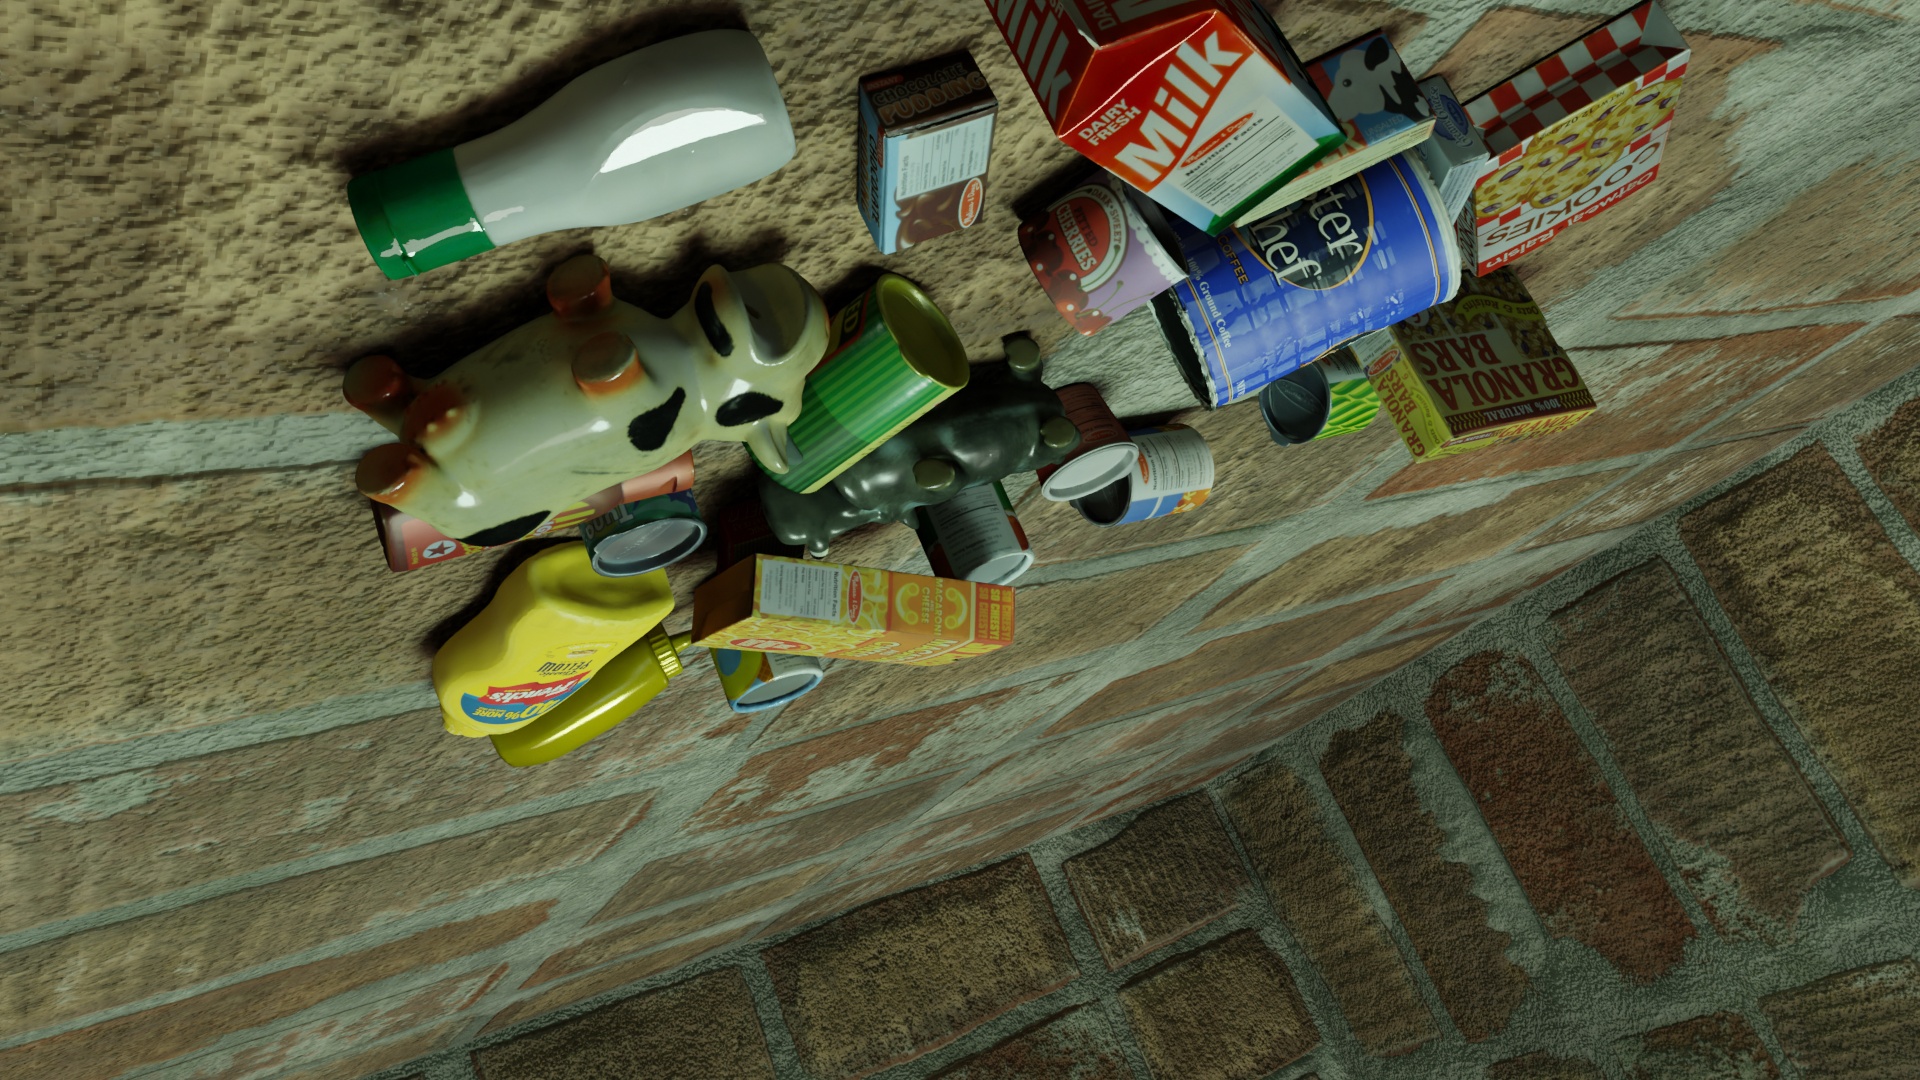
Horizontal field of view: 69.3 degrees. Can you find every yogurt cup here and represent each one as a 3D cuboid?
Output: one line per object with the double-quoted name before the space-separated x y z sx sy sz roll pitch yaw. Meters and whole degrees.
"yogurt cup" 0.074 -0.065 0.899 0.072 0.054 0.072 -22 161 -8

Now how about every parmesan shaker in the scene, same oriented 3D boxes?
"parmesan shaker" -0.056 -0.075 0.688 0.103 0.071 0.071 -33 159 26

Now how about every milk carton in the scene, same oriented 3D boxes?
"milk carton" 0.076 -0.189 0.539 0.073 0.072 0.191 -34 160 26

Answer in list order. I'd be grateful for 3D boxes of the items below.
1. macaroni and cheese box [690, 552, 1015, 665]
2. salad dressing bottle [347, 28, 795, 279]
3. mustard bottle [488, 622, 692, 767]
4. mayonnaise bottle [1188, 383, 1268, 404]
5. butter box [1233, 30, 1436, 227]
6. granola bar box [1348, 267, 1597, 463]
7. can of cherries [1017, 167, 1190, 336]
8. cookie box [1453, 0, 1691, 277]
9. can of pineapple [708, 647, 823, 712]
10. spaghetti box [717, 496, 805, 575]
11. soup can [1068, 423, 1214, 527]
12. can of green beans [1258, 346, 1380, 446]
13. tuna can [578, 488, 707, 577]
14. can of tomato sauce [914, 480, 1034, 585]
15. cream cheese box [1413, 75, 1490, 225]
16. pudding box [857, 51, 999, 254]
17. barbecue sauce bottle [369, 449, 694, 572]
"macaroni and cheese box" -0.068 0.047 0.857 0.167 0.040 0.123 8 165 -25
"salad dressing bottle" -0.134 -0.132 0.483 0.148 0.044 0.064 -21 163 -6
"mustard bottle" -0.239 0.094 0.936 0.160 0.065 0.048 -26 158 -11
"mayonnaise bottle" 0.191 -0.139 0.864 0.065 0.041 0.147 -19 160 -21
"butter box" 0.166 -0.195 0.661 0.103 0.053 0.024 -25 164 3
"granola bar box" 0.353 -0.125 0.967 0.166 0.124 0.039 -12 159 -33
"can of cherries" 0.068 -0.141 0.667 0.058 0.071 0.071 -30 160 21
"cookie box" 0.351 -0.228 0.818 0.123 0.040 0.167 -29 161 13
"can of pineapple" -0.133 0.077 0.930 0.071 0.058 0.070 -21 161 -7
"spaghetti box" -0.139 0.035 0.949 0.050 0.029 0.249 -17 160 -17
"soup can" 0.128 -0.047 0.998 0.084 0.071 0.071 -10 157 -36
"can of green beans" 0.258 -0.106 0.996 0.058 0.071 0.071 -11 157 -34
"tuna can" -0.179 -0.009 0.773 0.071 0.033 0.071 -22 161 -8
"can of tomato sauce" 0.003 -0.011 0.912 0.071 0.083 0.071 -21 161 -8
"cream cheese box" 0.252 -0.198 0.757 0.024 0.053 0.103 -21 161 -4
"pudding box" -0.015 -0.158 0.575 0.050 0.030 0.083 -21 161 -12
"barbecue sauce bottle" -0.206 -0.027 0.677 0.149 0.044 0.064 -16 159 -25
